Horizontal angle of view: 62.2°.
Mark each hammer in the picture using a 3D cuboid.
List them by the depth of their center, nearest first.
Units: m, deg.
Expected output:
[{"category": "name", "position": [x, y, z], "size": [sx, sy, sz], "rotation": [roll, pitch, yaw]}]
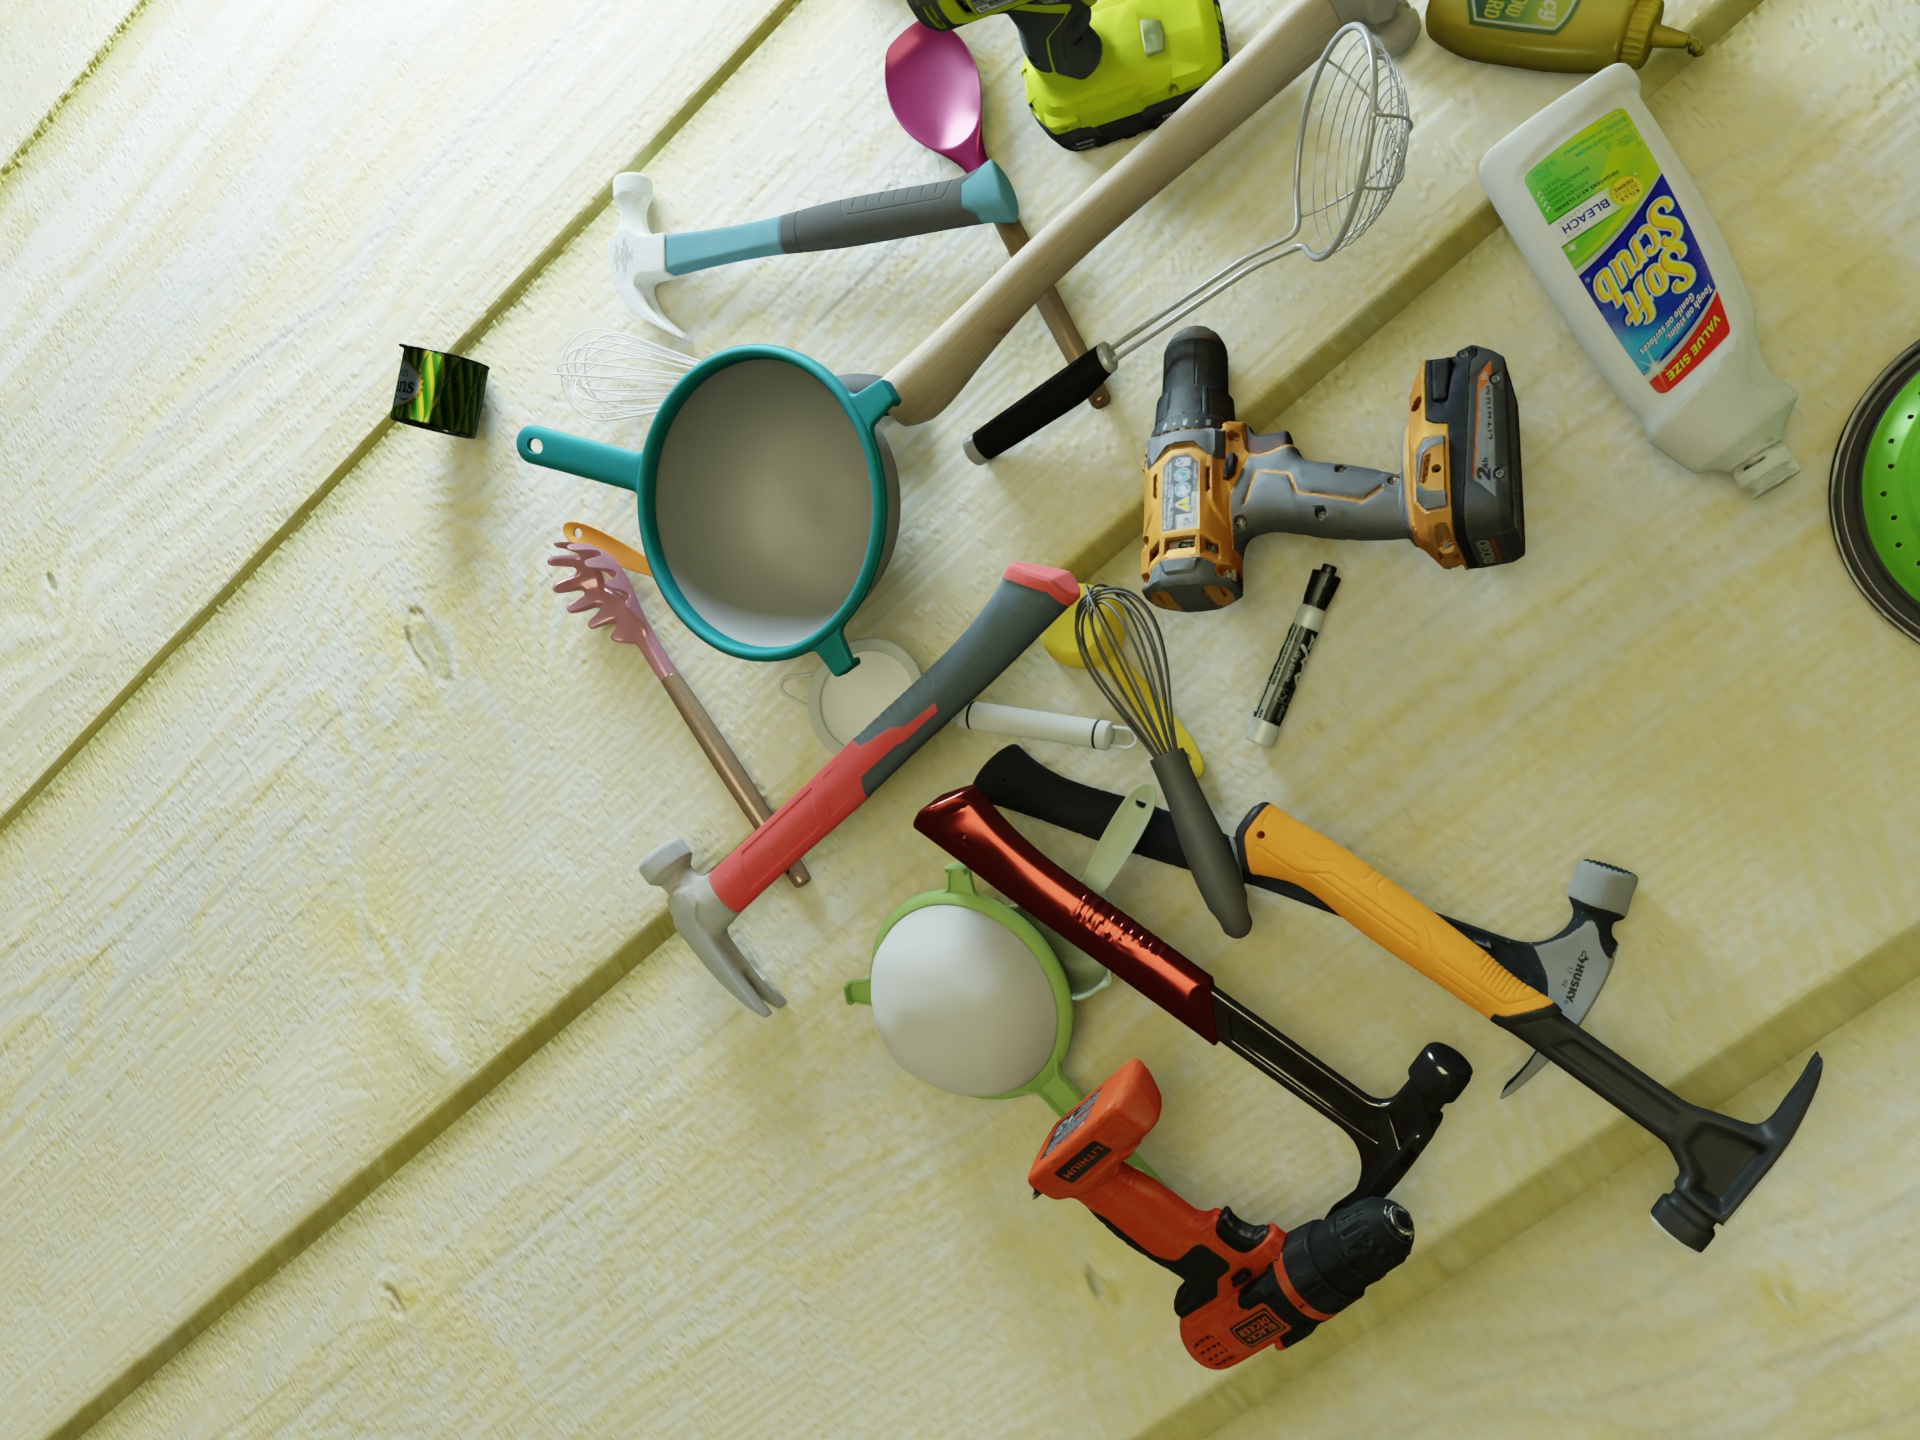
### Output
[{"category": "hammer", "position": [0.306, 0.146, 0.907], "size": [0.337, 0.034, 0.127], "rotation": [36, 103, 20]}, {"category": "hammer", "position": [0.119, 0.163, 0.974], "size": [0.359, 0.037, 0.149], "rotation": [35, 114, 11]}, {"category": "hammer", "position": [0.191, 0.099, 0.996], "size": [0.409, 0.036, 0.149], "rotation": [19, 95, 23]}, {"category": "hammer", "position": [0.098, -0.337, 0.998], "size": [0.410, 0.146, 0.038], "rotation": [-39, 59, 17]}, {"category": "hammer", "position": [-0.055, 0.042, 1.056], "size": [0.386, 0.038, 0.143], "rotation": [-42, 83, 25]}, {"category": "hammer", "position": [-0.113, -0.351, 1.137], "size": [0.331, 0.033, 0.128], "rotation": [-1, 87, 26]}]

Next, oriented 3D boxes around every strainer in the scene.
[{"category": "strainer", "position": [0.029, 0.227, 1.020], "size": [0.256, 0.069, 0.151], "rotation": [46, 122, 10]}, {"category": "strainer", "position": [-0.002, -0.003, 1.067], "size": [0.258, 0.050, 0.087], "rotation": [9, 86, 26]}, {"category": "strainer", "position": [-0.168, -0.166, 1.129], "size": [0.340, 0.095, 0.211], "rotation": [18, 107, 30]}]

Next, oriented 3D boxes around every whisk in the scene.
[{"category": "whisk", "position": [0.128, 0.023, 0.986], "size": [0.055, 0.055, 0.239], "rotation": [-24, 84, 19]}, {"category": "whisk", "position": [-0.169, -0.242, 1.152], "size": [0.285, 0.070, 0.070], "rotation": [8, 90, 18]}]

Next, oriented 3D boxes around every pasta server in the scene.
[{"category": "pasta server", "position": [-0.205, -0.007, 1.163], "size": [0.316, 0.040, 0.060], "rotation": [55, 141, 14]}]

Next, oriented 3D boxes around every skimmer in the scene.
[{"category": "skimmer", "position": [0.120, -0.273, 0.978], "size": [0.363, 0.090, 0.127], "rotation": [-30, 46, 33]}]

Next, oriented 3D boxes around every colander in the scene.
[{"category": "colander", "position": [0.559, -0.208, 0.828], "size": [0.204, 0.094, 0.397], "rotation": [-9, 84, 22]}]

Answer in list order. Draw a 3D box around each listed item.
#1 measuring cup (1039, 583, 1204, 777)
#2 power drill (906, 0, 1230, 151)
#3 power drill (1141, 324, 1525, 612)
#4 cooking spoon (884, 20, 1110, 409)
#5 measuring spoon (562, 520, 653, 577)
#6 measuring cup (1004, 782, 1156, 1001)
[{"category": "measuring cup", "position": [0.107, -0.025, 1.039], "size": [0.062, 0.029, 0.157], "rotation": [-41, 72, 15]}, {"category": "power drill", "position": [0.082, -0.438, 0.968], "size": [0.171, 0.223, 0.080], "rotation": [-10, 84, 22]}, {"category": "power drill", "position": [0.220, -0.168, 0.972], "size": [0.226, 0.084, 0.185], "rotation": [-5, 72, 25]}, {"category": "cooking spoon", "position": [0.028, -0.350, 1.096], "size": [0.069, 0.017, 0.319], "rotation": [-31, 76, 22]}, {"category": "measuring spoon", "position": [-0.258, -0.127, 1.208], "size": [0.117, 0.011, 0.021], "rotation": [25, 104, 25]}, {"category": "measuring cup", "position": [0.088, 0.104, 1.015], "size": [0.083, 0.038, 0.167], "rotation": [34, 115, 15]}]
